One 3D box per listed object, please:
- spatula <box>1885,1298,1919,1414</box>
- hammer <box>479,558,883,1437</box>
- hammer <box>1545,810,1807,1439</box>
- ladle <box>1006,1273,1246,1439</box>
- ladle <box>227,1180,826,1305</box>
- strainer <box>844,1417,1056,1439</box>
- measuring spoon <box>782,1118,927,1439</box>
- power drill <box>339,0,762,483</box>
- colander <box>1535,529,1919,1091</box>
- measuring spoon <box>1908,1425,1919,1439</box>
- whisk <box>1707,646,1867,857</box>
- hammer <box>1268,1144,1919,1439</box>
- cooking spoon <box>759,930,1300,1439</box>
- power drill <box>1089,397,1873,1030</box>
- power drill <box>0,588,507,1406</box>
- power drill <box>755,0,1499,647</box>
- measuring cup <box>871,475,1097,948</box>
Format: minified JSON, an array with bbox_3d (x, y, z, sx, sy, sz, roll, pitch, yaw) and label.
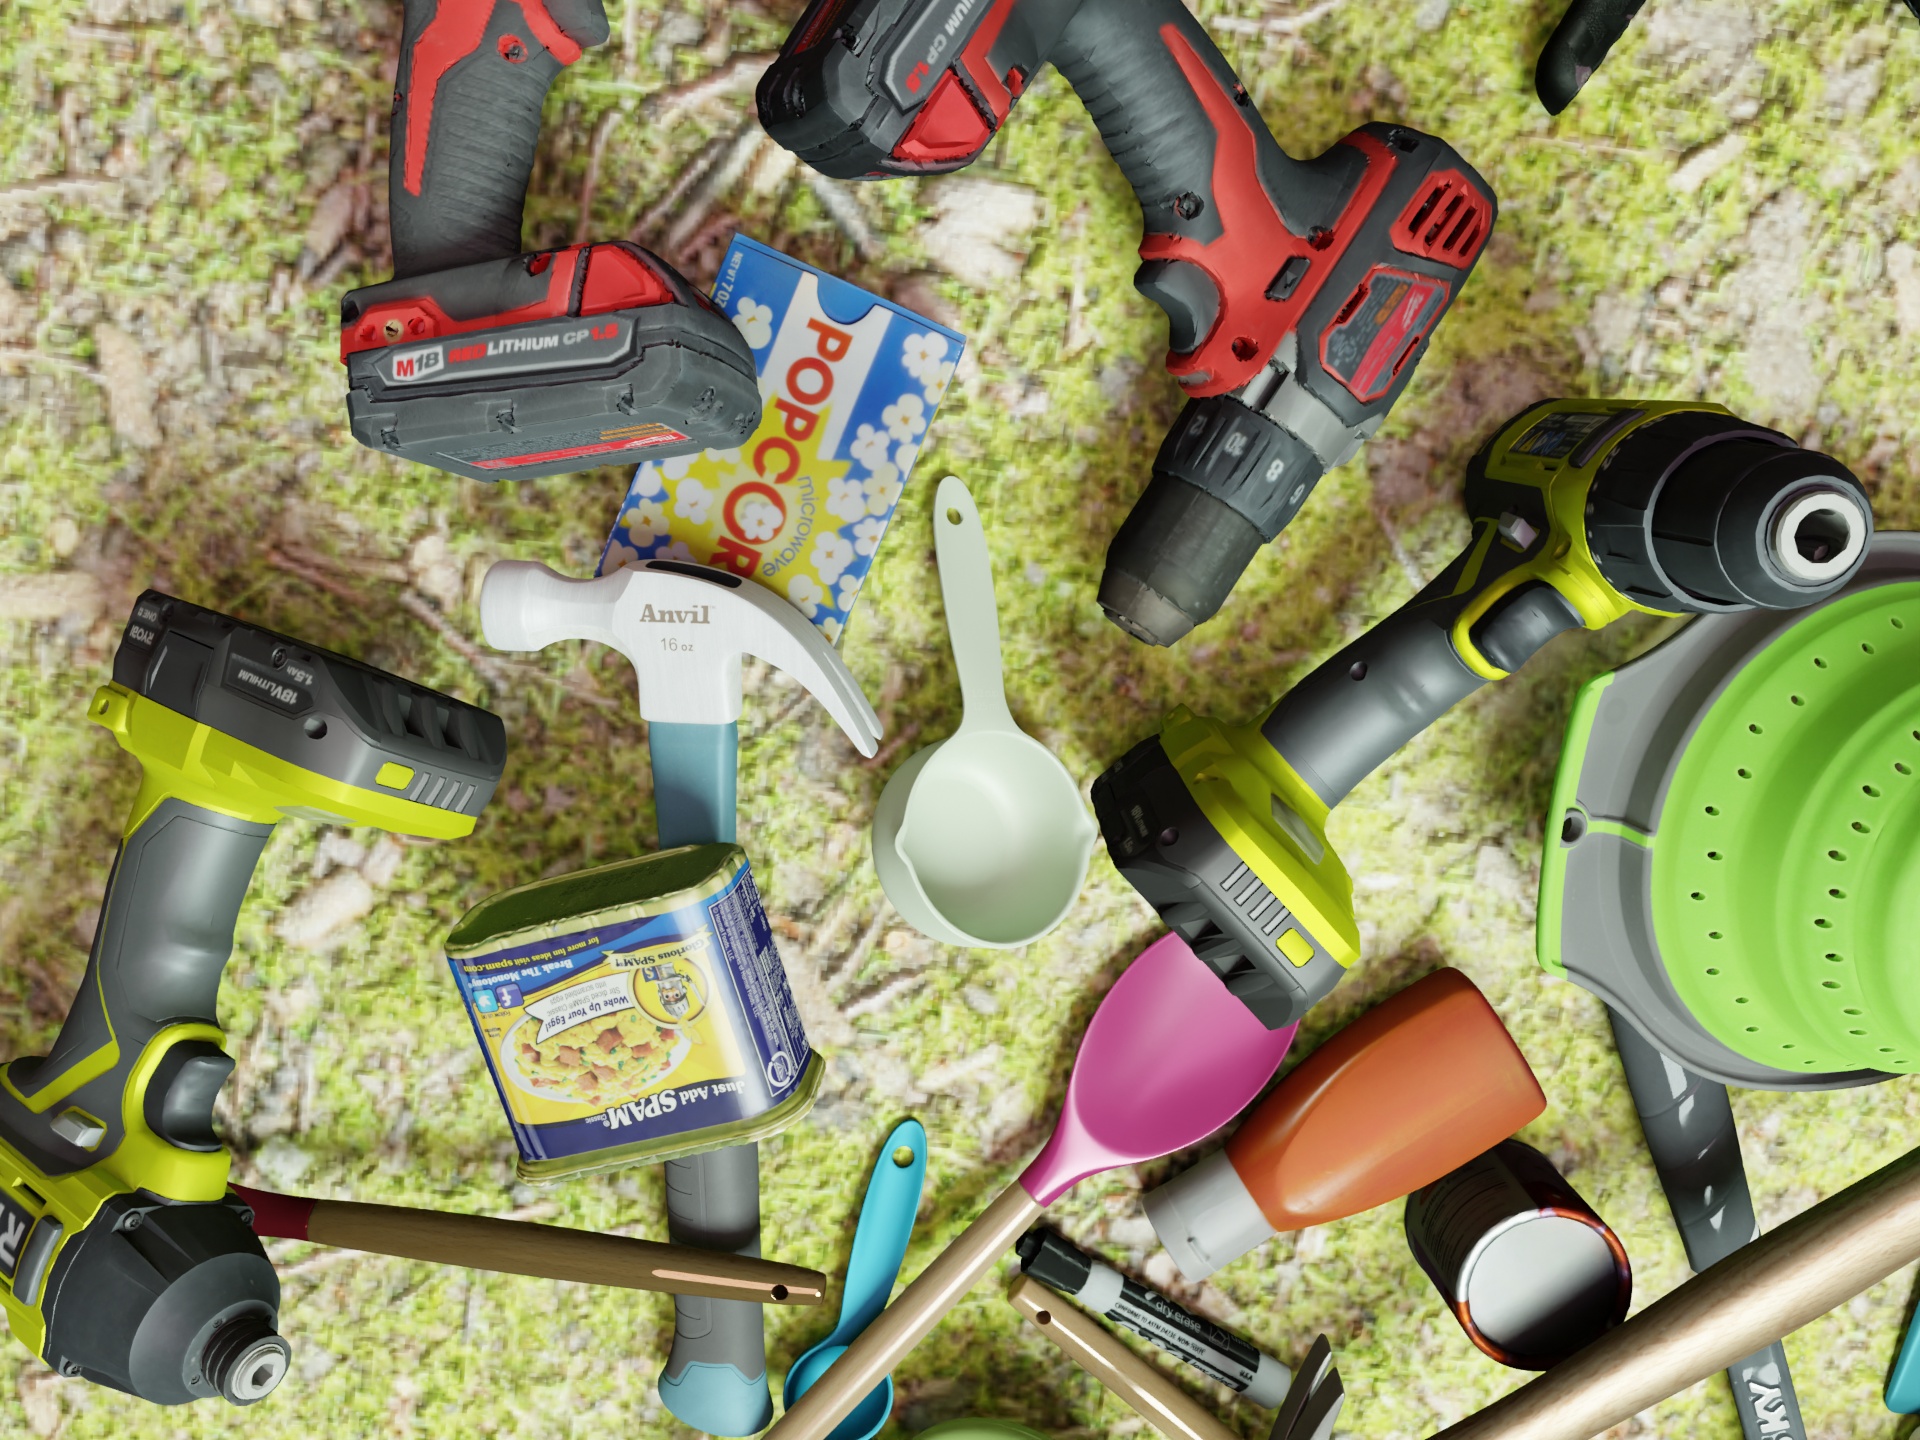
[{"bbox_3d":[0.419,0.154,0.561,0.082,0.044,0.317,-1,133,-3],"label":"spatula"},{"bbox_3d":[-0.091,0.108,0.560,0.128,0.033,0.331,2,107,4],"label":"hammer"},{"bbox_3d":[0.295,0.222,0.615,0.149,0.036,0.409,-17,98,9],"label":"hammer"},{"bbox_3d":[0.143,0.322,0.618,0.320,0.062,0.078,40,96,-6],"label":"ladle"},{"bbox_3d":[-0.204,0.182,0.566,0.315,0.031,0.069,6,97,3],"label":"ladle"},{"bbox_3d":[0.077,0.307,0.565,0.256,0.069,0.151,-27,76,32],"label":"strainer"},{"bbox_3d":[-0.036,0.214,0.613,0.042,0.021,0.128,16,89,-6],"label":"measuring spoon"},{"bbox_3d":[-0.127,-0.193,0.488,0.143,0.078,0.220,-7,89,11],"label":"power drill"},{"bbox_3d":[0.396,0.045,0.535,0.397,0.095,0.204,0,104,-14],"label":"colander"},{"bbox_3d":[0.362,0.322,0.653,0.124,0.018,0.034,-33,96,9],"label":"measuring spoon"},{"bbox_3d":[0.357,-0.044,0.581,0.047,0.051,0.245,40,100,12],"label":"whisk"},{"bbox_3d":[0.251,0.213,0.554,0.331,0.031,0.130,-34,105,7],"label":"hammer"},{"bbox_3d":[0.008,0.195,0.594,0.069,0.017,0.319,45,88,-3],"label":"cooking spoon"},{"bbox_3d":[0.154,-0.012,0.498,0.228,0.191,0.080,-42,99,8],"label":"power drill"},{"bbox_3d":[-0.235,0.084,0.499,0.171,0.080,0.223,18,85,33],"label":"power drill"},{"bbox_3d":[0.048,-0.147,0.500,0.226,0.080,0.188,33,92,-26],"label":"power drill"},{"bbox_3d":[-0.001,-0.002,0.566,0.083,0.038,0.168,-2,80,-32],"label":"measuring cup"}]
